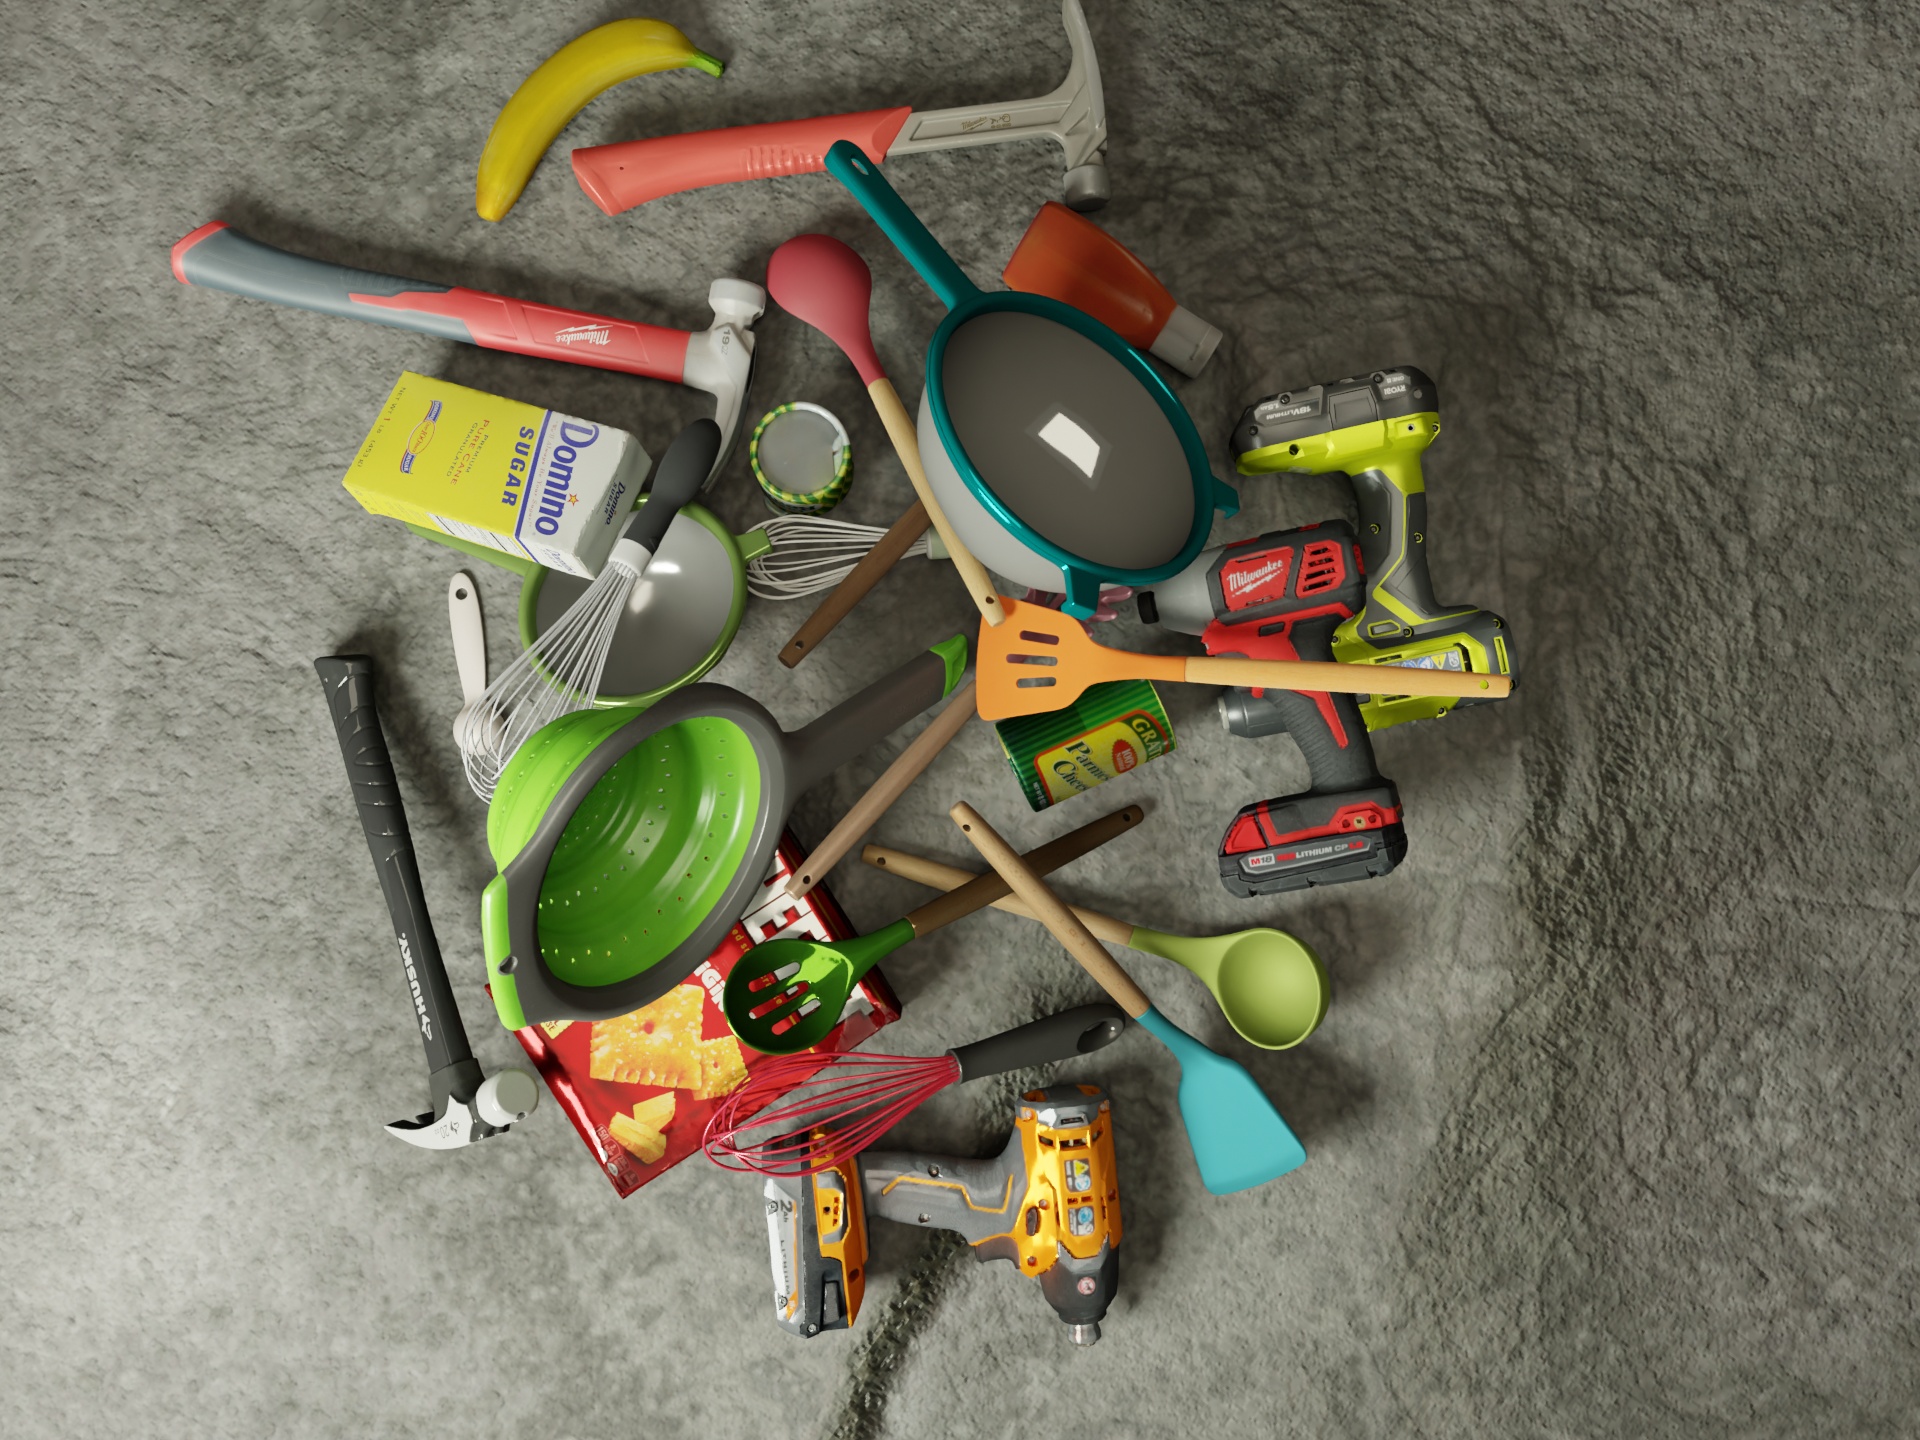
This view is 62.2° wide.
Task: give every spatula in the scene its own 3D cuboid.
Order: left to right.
[{"bbox_3d":[-0.010,-0.148,1.044,0.060,0.018,0.316,42,72,-1],"label":"spatula"},{"bbox_3d":[0.098,0.173,1.017,0.082,0.044,0.317,-34,103,36],"label":"spatula"},{"bbox_3d":[0.162,-0.030,0.964,0.322,0.041,0.081,4,91,14],"label":"spatula"}]

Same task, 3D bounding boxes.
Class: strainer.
[{"bbox_3d":[-0.251,-0.086,1.051,0.256,0.069,0.151,21,74,17],"label":"strainer"},{"bbox_3d":[0.010,-0.206,1.000,0.340,0.095,0.211,51,47,3],"label":"strainer"}]

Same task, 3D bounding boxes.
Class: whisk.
[{"bbox_3d":[-0.218,-0.072,0.976,0.070,0.070,0.285,27,69,0],"label":"whisk"},{"bbox_3d":[-0.029,-0.118,1.065,0.246,0.058,0.059,-7,122,-5],"label":"whisk"},{"bbox_3d":[-0.022,0.223,0.998,0.295,0.073,0.073,-11,87,-26],"label":"whisk"}]

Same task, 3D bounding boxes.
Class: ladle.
[{"bbox_3d":[-0.044,-0.197,1.036,0.069,0.031,0.316,-23,75,-13],"label":"ladle"},{"bbox_3d":[0.086,0.138,1.047,0.320,0.062,0.078,17,103,2],"label":"ladle"}]

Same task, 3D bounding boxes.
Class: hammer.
[{"bbox_3d":[-0.360,0.110,1.020,0.035,0.146,0.335,-8,73,-46],"label":"hammer"},{"bbox_3d":[-0.332,-0.256,1.063,0.386,0.038,0.143,11,88,-1],"label":"hammer"},{"bbox_3d":[-0.081,-0.401,1.075,0.359,0.036,0.149,-8,87,-4],"label":"hammer"}]

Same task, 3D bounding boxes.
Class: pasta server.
[{"bbox_3d":[-0.002,-0.003,1.030,0.060,0.040,0.316,46,73,-10],"label":"pasta server"}]

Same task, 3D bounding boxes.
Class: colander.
[{"bbox_3d":[-0.147,0.025,0.957,0.095,0.204,0.397,28,42,28],"label":"colander"}]

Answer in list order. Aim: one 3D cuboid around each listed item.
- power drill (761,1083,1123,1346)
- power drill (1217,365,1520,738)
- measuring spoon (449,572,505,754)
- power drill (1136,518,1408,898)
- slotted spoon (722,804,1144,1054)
[{"bbox_3d":[-0.007,0.330,1.022,0.226,0.084,0.164,-6,88,-6],"label":"power drill"},{"bbox_3d":[0.250,-0.103,1.053,0.190,0.080,0.228,-12,90,6],"label":"power drill"},{"bbox_3d":[-0.328,-0.039,1.061,0.034,0.018,0.124,-8,86,-2],"label":"measuring spoon"},{"bbox_3d":[0.197,-0.007,1.000,0.143,0.078,0.220,-11,90,17],"label":"power drill"},{"bbox_3d":[-0.010,0.123,1.011,0.314,0.031,0.070,-25,79,-23],"label":"slotted spoon"}]
